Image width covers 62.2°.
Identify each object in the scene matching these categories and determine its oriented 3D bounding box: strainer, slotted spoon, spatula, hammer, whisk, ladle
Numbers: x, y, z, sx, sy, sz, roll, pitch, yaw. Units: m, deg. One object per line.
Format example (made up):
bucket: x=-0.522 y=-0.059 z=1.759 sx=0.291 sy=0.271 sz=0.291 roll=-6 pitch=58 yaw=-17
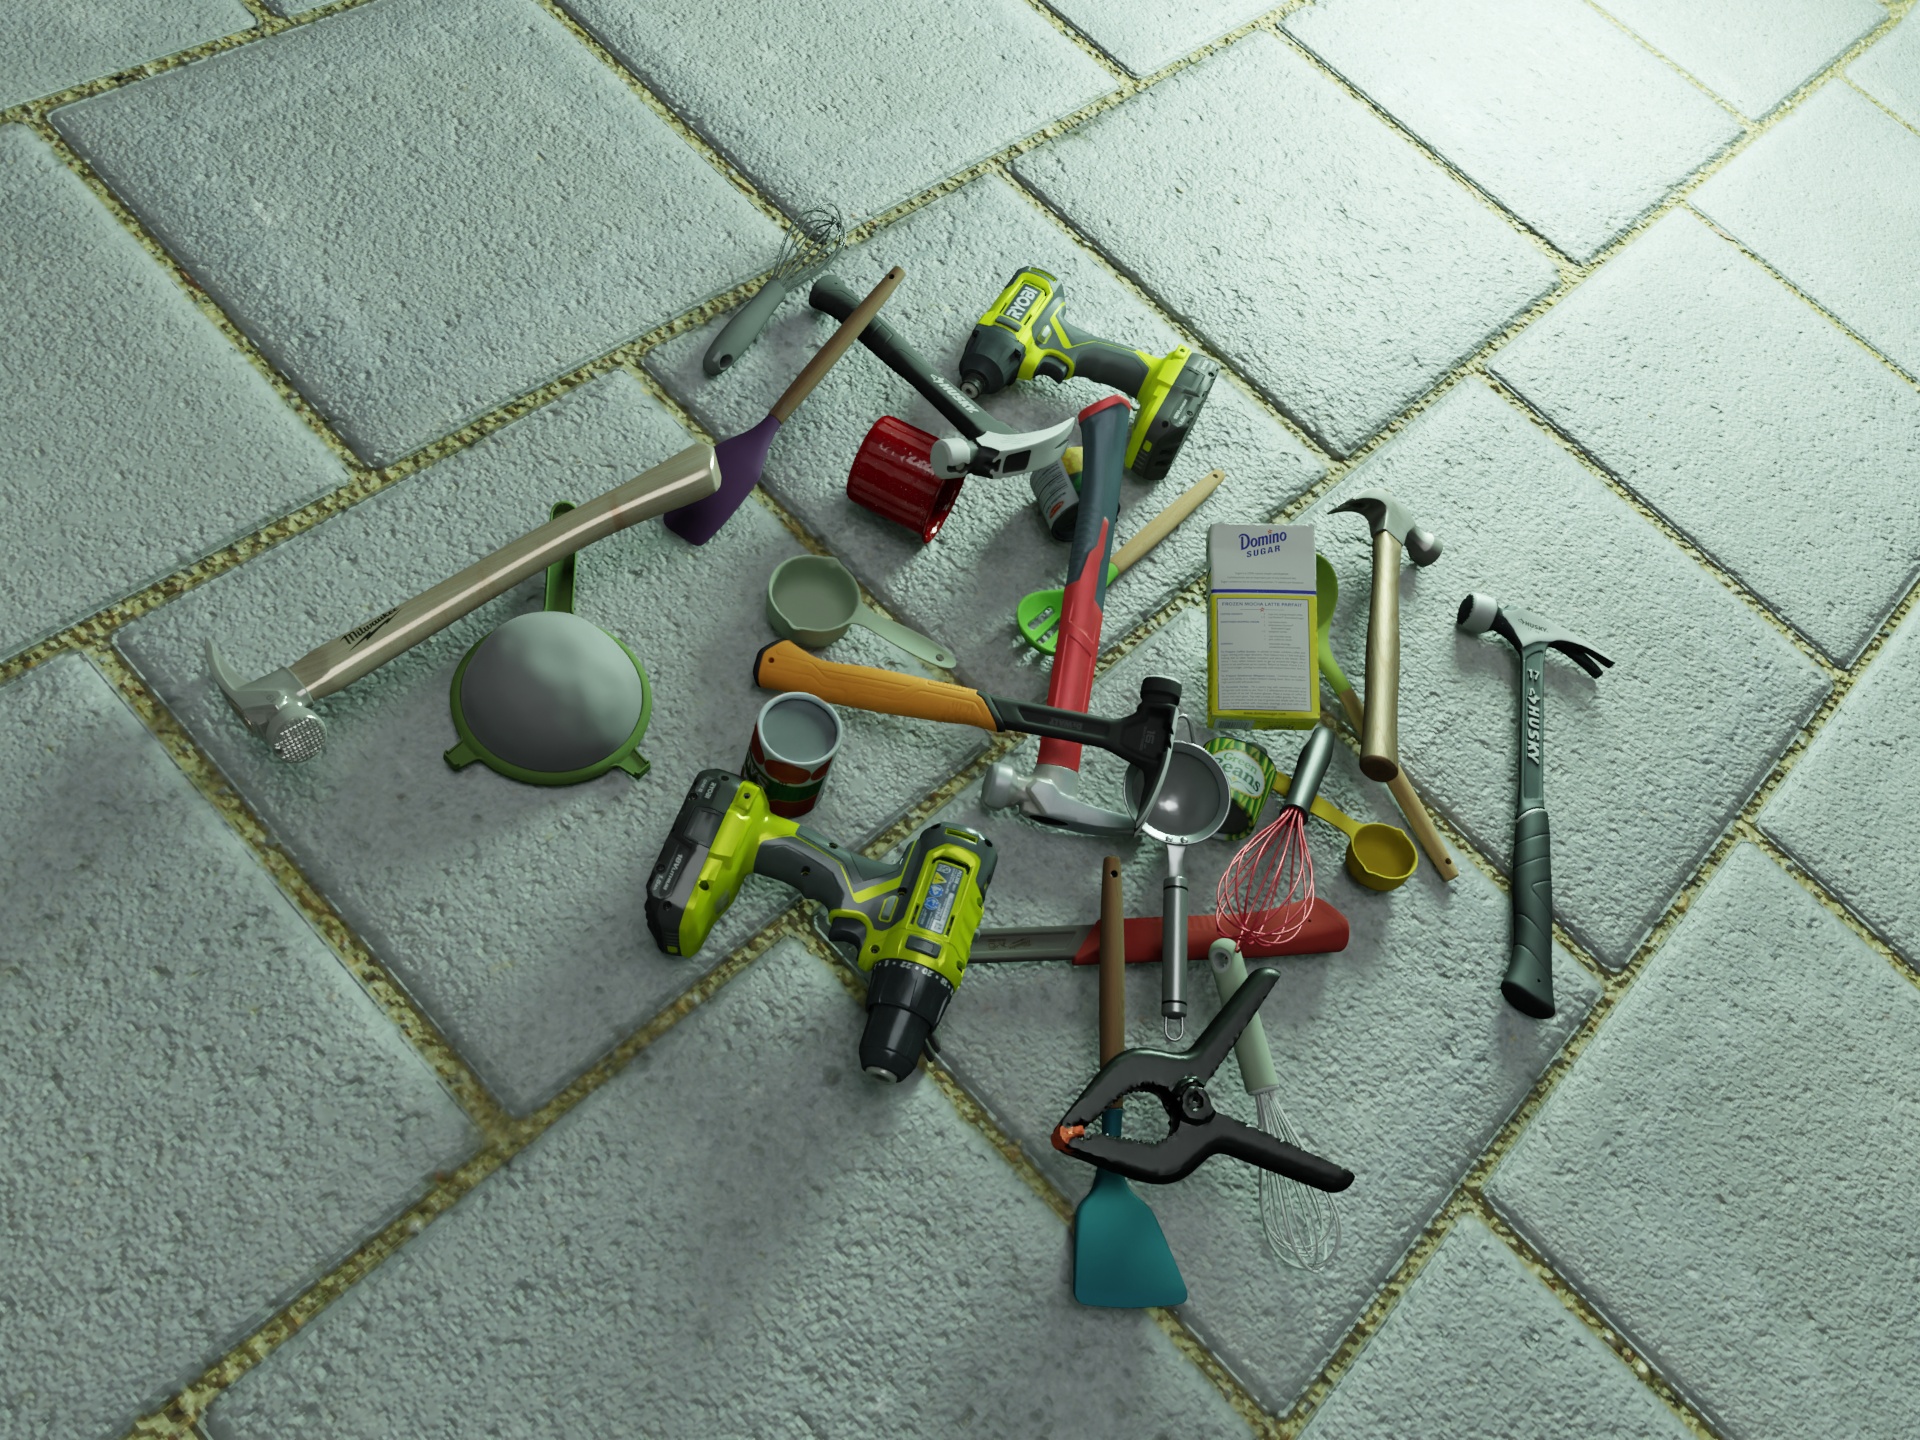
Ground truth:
strainer: x=-0.311 y=-0.076 z=1.226 sx=0.151 sy=0.069 sz=0.257 roll=4 pitch=60 yaw=-14
slotted spoon: x=0.152 y=-0.147 z=1.431 sx=0.070 sy=0.031 sz=0.314 roll=41 pitch=56 yaw=10
spatula: x=-0.147 y=-0.279 z=1.374 sx=0.060 sy=0.018 sz=0.316 roll=35 pitch=76 yaw=12
hammer: x=-0.360 y=-0.113 z=1.208 sx=0.410 sy=0.038 sz=0.146 roll=-35 pitch=49 yaw=-27
whisk: x=-0.173 y=-0.402 z=1.479 sx=0.055 sy=0.055 sz=0.239 roll=29 pitch=60 yaw=2
hammer: x=0.505 y=0.070 z=1.398 sx=0.149 sy=0.036 sz=0.409 roll=18 pitch=57 yaw=-7
strainer: x=0.163 y=0.120 z=1.221 sx=0.087 sy=0.050 sz=0.259 roll=7 pitch=63 yaw=-4
spatula: x=0.114 y=0.252 z=1.144 sx=0.082 sy=0.044 sz=0.318 roll=5 pitch=73 yaw=-13
whisk: x=0.225 y=0.279 z=1.167 sx=0.059 sy=0.058 sz=0.246 roll=14 pitch=57 yaw=-53
hammer: x=0.118 y=-0.095 z=1.332 sx=0.143 sy=0.038 sz=0.386 roll=14 pitch=70 yaw=-10
hammer: x=-0.002 y=-0.004 z=1.248 sx=0.337 sy=0.034 sz=0.127 roll=12 pitch=68 yaw=8
hammer: x=-0.036 y=-0.312 z=1.409 sx=0.146 sy=0.035 sz=0.335 roll=-12 pitch=44 yaw=-33
hammer: x=0.133 y=0.178 z=1.222 sx=0.359 sy=0.036 sz=0.149 roll=0 pitch=60 yaw=-16
whisk: x=0.262 y=0.086 z=1.265 sx=0.073 sy=0.073 sz=0.296 roll=31 pitch=39 yaw=4
hammer: x=0.372 y=-0.083 z=1.403 sx=0.130 sy=0.031 sz=0.332 roll=35 pitch=46 yaw=-22
ladle: x=0.354 y=-0.007 z=1.388 sx=0.078 sy=0.062 sz=0.320 roll=-18 pitch=69 yaw=-20

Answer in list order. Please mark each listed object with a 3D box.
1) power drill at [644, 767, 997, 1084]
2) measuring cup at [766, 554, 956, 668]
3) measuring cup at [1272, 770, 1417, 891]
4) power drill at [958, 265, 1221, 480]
power drill: x=-0.103 y=0.141 z=1.132 sx=0.228 sy=0.080 sz=0.191 roll=18 pitch=59 yaw=4
measuring cup: x=-0.083 y=-0.075 z=1.313 sx=0.167 sy=0.038 sz=0.083 roll=27 pitch=56 yaw=-2
measuring cup: x=0.310 y=0.089 z=1.340 sx=0.157 sy=0.029 sz=0.062 roll=35 pitch=51 yaw=20
power drill: x=0.116 y=-0.324 z=1.500 sx=0.223 sy=0.080 sz=0.171 roll=27 pitch=55 yaw=5
